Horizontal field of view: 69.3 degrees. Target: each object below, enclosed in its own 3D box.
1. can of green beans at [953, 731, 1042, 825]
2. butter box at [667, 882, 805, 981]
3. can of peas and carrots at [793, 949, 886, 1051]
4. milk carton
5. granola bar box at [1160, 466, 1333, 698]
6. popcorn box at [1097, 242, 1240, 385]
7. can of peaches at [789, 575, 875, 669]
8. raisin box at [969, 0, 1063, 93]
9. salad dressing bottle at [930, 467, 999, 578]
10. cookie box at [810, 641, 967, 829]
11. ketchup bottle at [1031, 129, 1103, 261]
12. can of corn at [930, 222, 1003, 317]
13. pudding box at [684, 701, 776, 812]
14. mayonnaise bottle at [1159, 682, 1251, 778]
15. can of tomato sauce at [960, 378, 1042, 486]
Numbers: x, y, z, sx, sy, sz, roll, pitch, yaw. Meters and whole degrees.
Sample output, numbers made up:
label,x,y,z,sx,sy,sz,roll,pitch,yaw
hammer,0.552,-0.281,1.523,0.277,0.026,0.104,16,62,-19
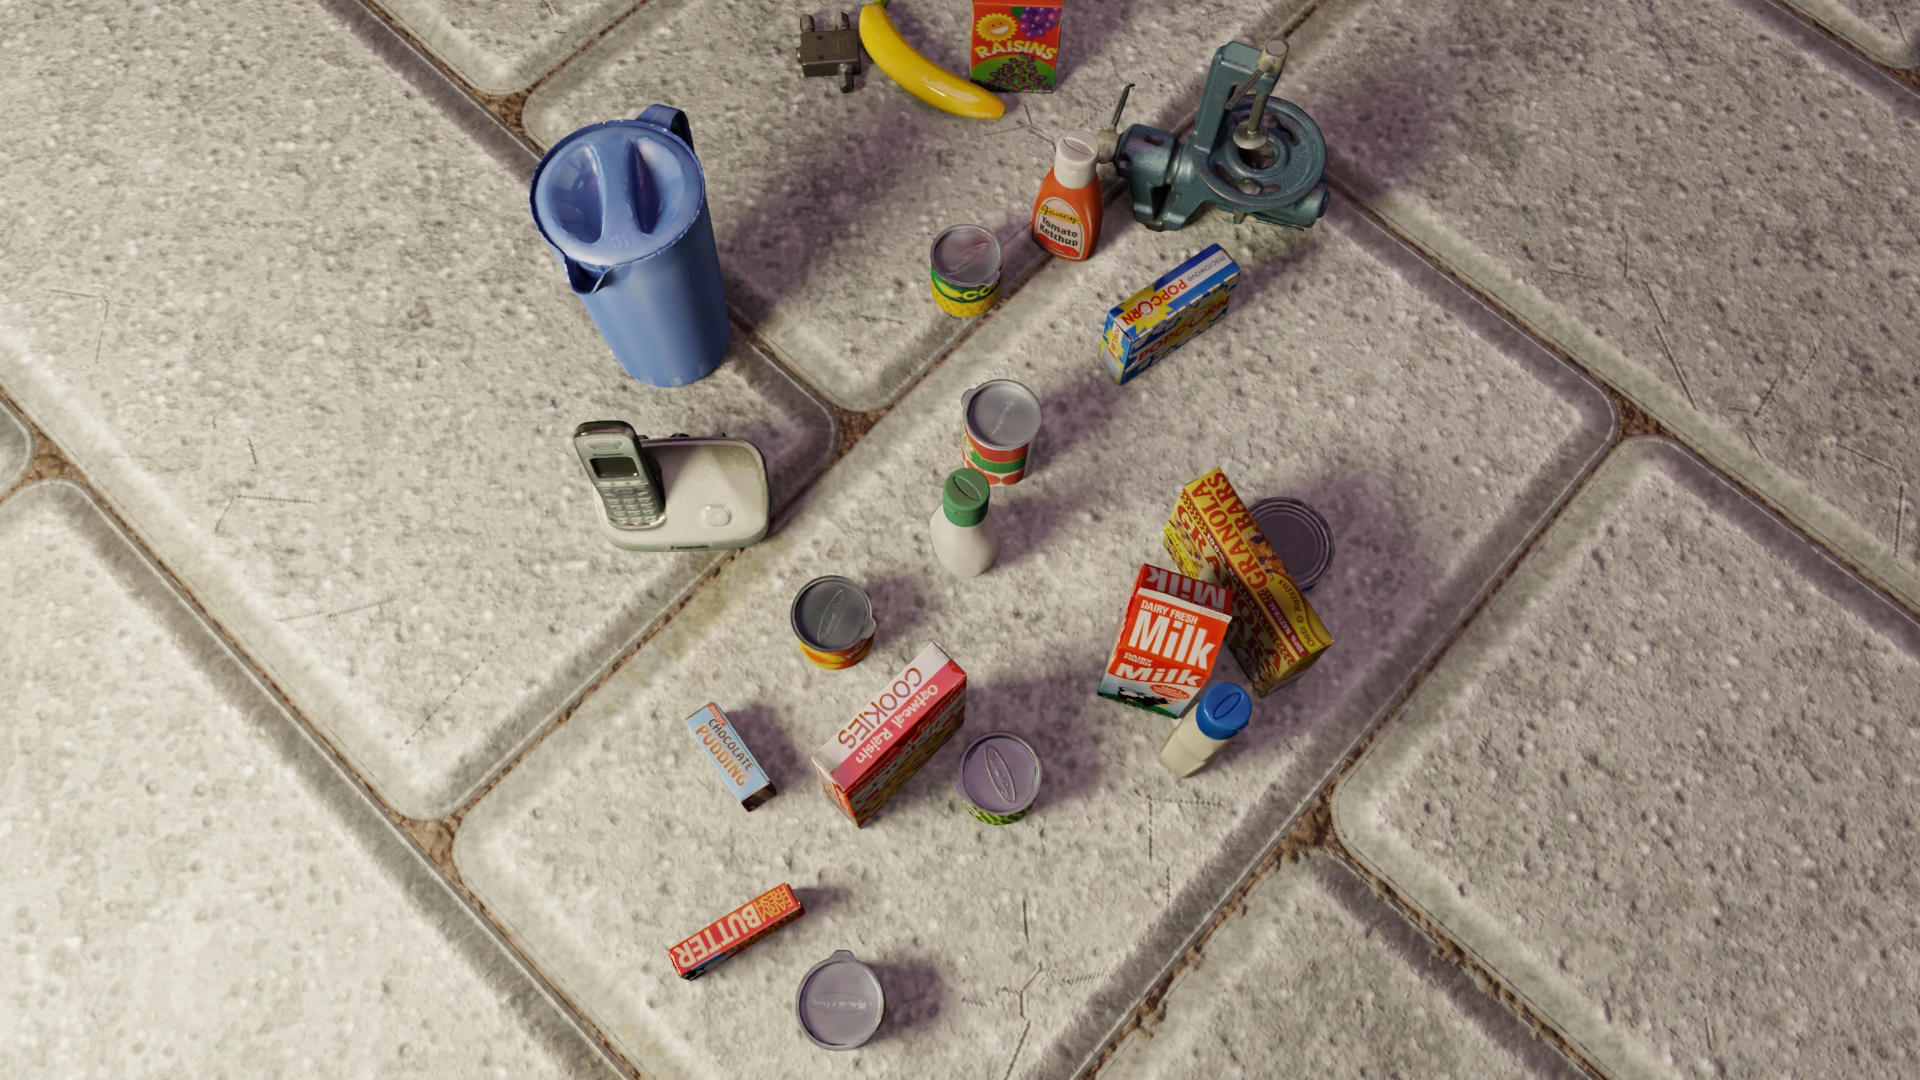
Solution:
label,x,y,z,sx,sy,sz,roll,pitch,yaw
can of green beans,0.031,0.190,1.107,0.071,0.057,0.071,0,69,-1
butter box,-0.170,0.300,1.064,0.104,0.053,0.024,-29,73,-11
can of peas and carrots,-0.089,0.347,1.045,0.071,0.058,0.071,0,69,-1
milk carton,0.160,0.076,1.082,0.072,0.190,0.074,17,70,5
granola bar box,0.228,0.038,1.134,0.039,0.123,0.166,-27,72,-10
popcorn box,0.186,-0.202,1.245,0.127,0.085,0.038,-34,74,-13
can of peaches,-0.103,0.070,1.150,0.071,0.058,0.071,0,69,-1
raisin box,0.052,-0.484,1.329,0.086,0.123,0.040,2,70,0
salad dressing bottle,0.004,-0.014,1.137,0.064,0.147,0.044,43,75,14
cookie box,-0.050,0.153,1.061,0.040,0.167,0.123,43,75,13
ketchup bottle,0.100,-0.311,1.251,0.065,0.148,0.044,27,72,9
can of corn,0.007,-0.245,1.272,0.071,0.058,0.071,0,69,-1
pudding box,-0.184,0.173,1.114,0.030,0.049,0.084,-34,74,-13
mayonnaise bottle,0.194,0.145,1.079,0.065,0.147,0.041,-40,75,-14
can of tomato sauce,0.033,-0.092,1.201,0.071,0.082,0.071,0,70,-1
